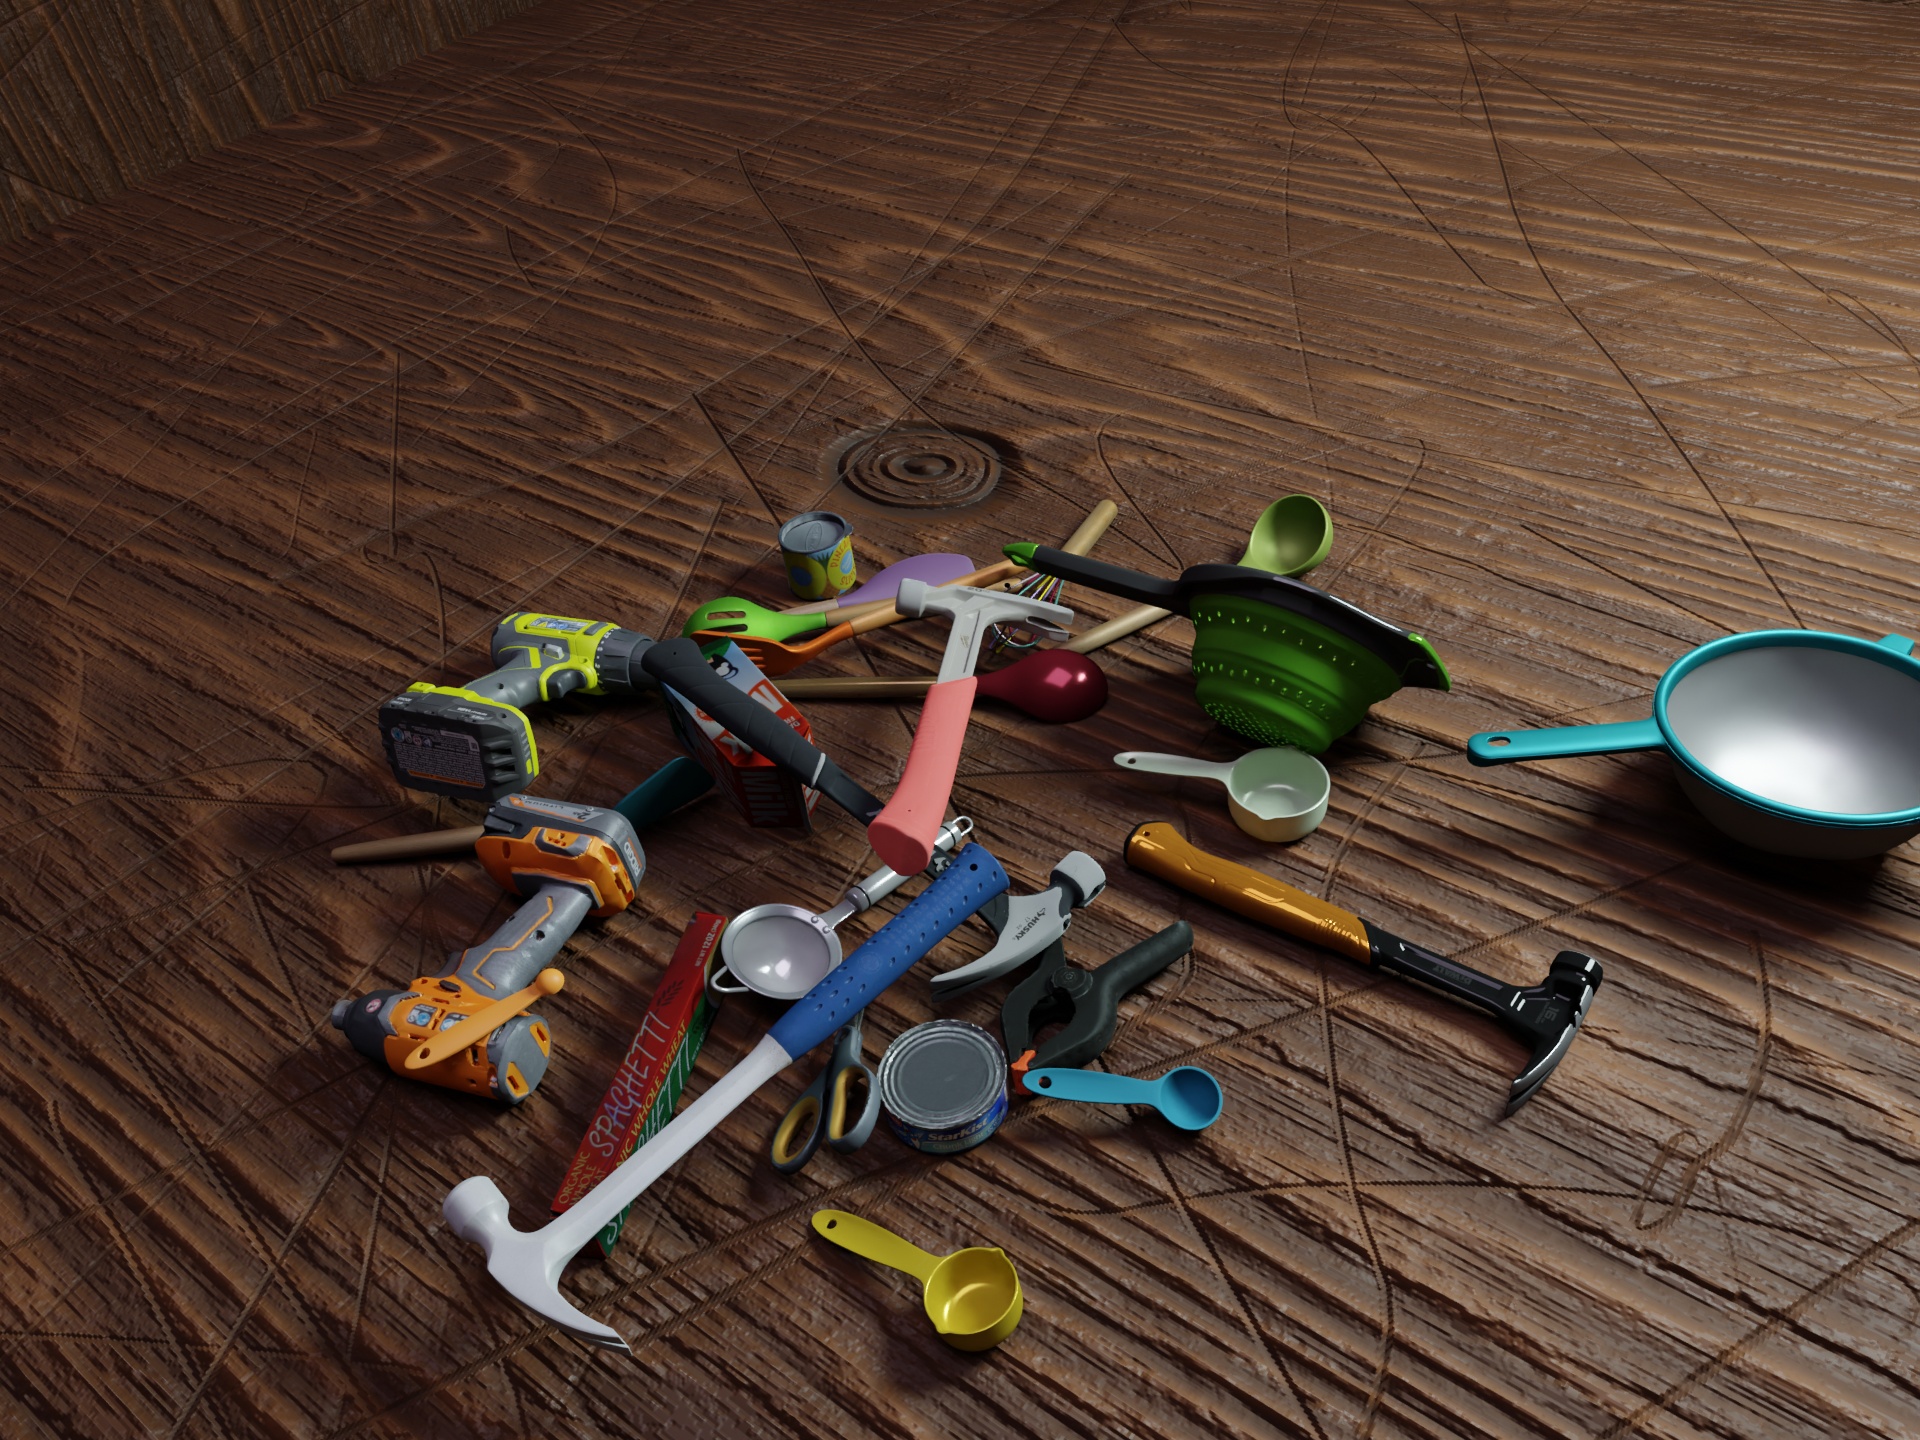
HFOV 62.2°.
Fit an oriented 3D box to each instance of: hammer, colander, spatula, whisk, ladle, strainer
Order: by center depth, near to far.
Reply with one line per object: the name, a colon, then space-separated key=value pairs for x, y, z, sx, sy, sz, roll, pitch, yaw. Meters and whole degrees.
hammer: x=-0.119 y=0.219 z=1.007 sx=0.405 sy=0.035 sz=0.144 roll=-39 pitch=60 yaw=-24
hammer: x=0.257 y=0.150 z=1.104 sx=0.337 sy=0.034 sz=0.127 roll=23 pitch=49 yaw=31
strainer: x=0.537 y=0.037 z=1.137 sx=0.340 sy=0.095 sz=0.211 roll=-4 pitch=39 yaw=8
strainer: x=-0.081 y=0.139 z=1.173 sx=0.087 sy=0.050 sz=0.258 roll=39 pitch=53 yaw=25
hammer: x=-0.095 y=0.053 z=1.182 sx=0.409 sy=0.036 sz=0.149 roll=35 pitch=60 yaw=26
hammer: x=-0.002 y=-0.004 z=1.203 sx=0.149 sy=0.036 sz=0.359 roll=12 pitch=33 yaw=1
colander: x=0.184 y=-0.059 z=1.280 sx=0.397 sy=0.204 sz=0.094 roll=20 pitch=81 yaw=33
spatula: x=-0.358 y=0.080 z=1.282 sx=0.317 sy=0.082 sz=0.044 roll=-8 pitch=71 yaw=8
ladle: x=-0.032 y=-0.030 z=1.361 sx=0.315 sy=0.031 sz=0.069 roll=-1 pitch=62 yaw=13
ladle: x=0.186 y=-0.113 z=1.396 sx=0.320 sy=0.062 sz=0.078 roll=-25 pitch=47 yaw=-13
spatula: x=-0.077 y=-0.097 z=1.401 sx=0.322 sy=0.081 sz=0.041 roll=-21 pitch=61 yaw=-9
whisk: x=0.090 y=-0.136 z=1.448 sx=0.051 sy=0.047 sz=0.245 roll=9 pitch=40 yaw=29
spatula: x=-0.138 y=-0.100 z=1.465 sx=0.316 sy=0.018 sz=0.060 roll=-16 pitch=60 yaw=-7

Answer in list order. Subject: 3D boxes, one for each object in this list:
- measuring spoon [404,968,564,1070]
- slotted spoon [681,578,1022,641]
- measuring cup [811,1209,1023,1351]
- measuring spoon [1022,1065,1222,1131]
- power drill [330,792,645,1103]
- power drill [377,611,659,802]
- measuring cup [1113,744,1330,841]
measuring spoon: x=-0.321 y=0.200 z=1.069 sx=0.117 sy=0.011 sz=0.021 roll=-30 pitch=51 yaw=-13
slotted spoon: x=-0.097 y=-0.098 z=1.443 sx=0.313 sy=0.031 sz=0.070 roll=-10 pitch=79 yaw=-7
measuring cup: x=-0.029 y=0.334 z=0.963 sx=0.157 sy=0.029 sz=0.062 roll=11 pitch=44 yaw=38
measuring spoon: x=0.103 y=0.242 z=1.026 sx=0.128 sy=0.021 sz=0.042 roll=6 pitch=58 yaw=4
power drill: x=-0.345 y=0.163 z=1.164 sx=0.164 sy=0.084 sz=0.227 roll=8 pitch=48 yaw=18
power drill: x=-0.356 y=-0.020 z=1.347 sx=0.190 sy=0.080 sz=0.228 roll=9 pitch=30 yaw=22
measuring cup: x=0.199 y=0.052 z=1.222 sx=0.168 sy=0.038 sz=0.083 roll=9 pitch=44 yaw=22
